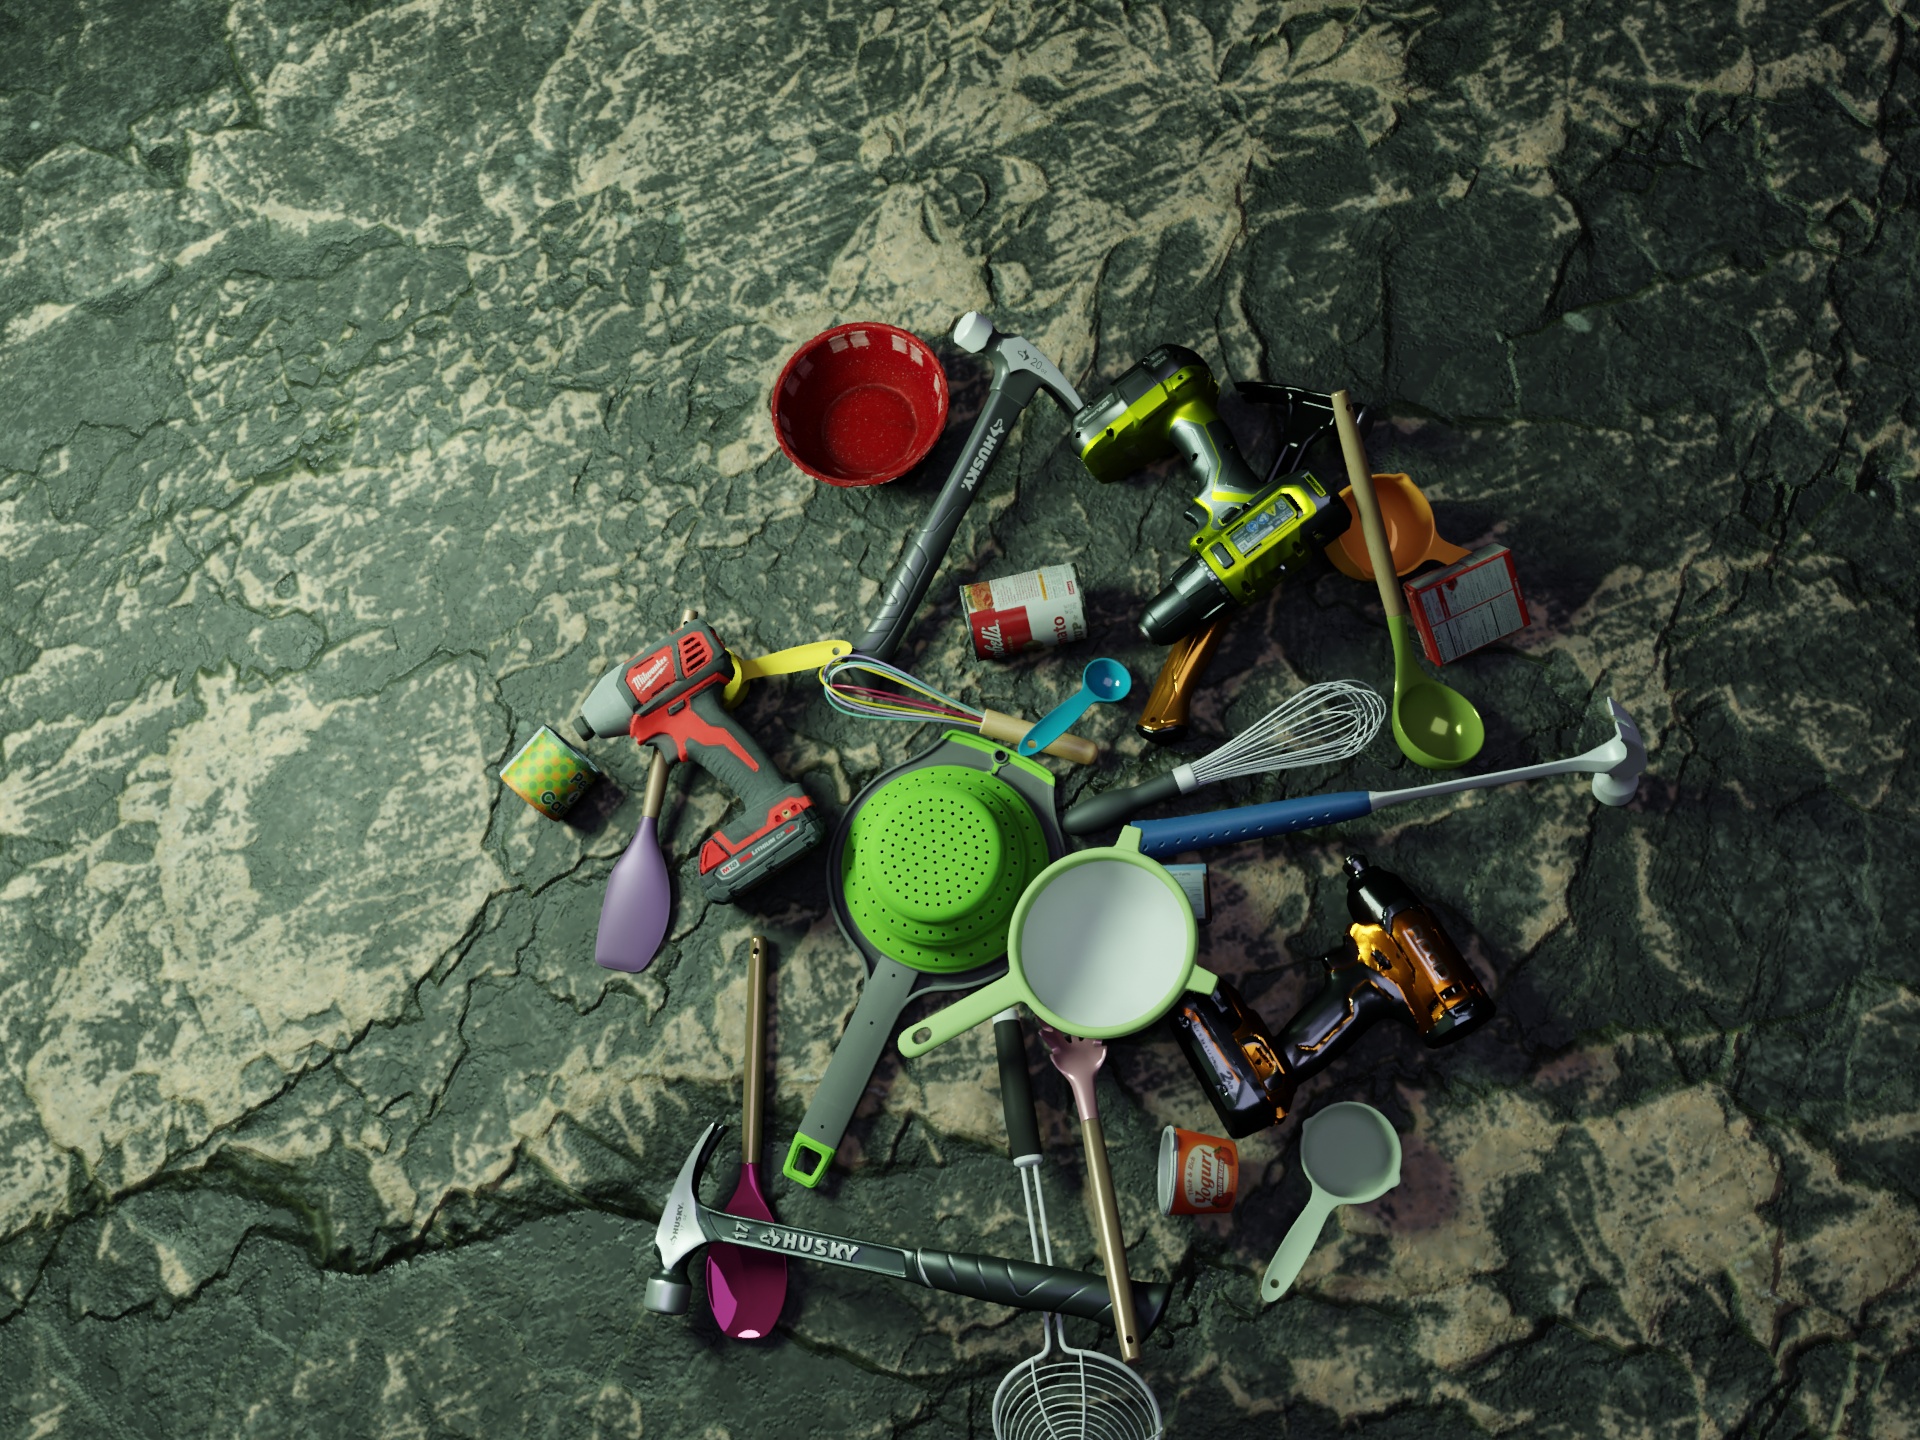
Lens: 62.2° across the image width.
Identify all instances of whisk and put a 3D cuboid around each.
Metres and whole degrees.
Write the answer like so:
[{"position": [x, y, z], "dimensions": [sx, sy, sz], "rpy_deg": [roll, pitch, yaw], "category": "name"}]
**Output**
[{"position": [-0.003, -0.003, 1.345], "dimensions": [0.245, 0.047, 0.051], "rpy_deg": [17, 95, -2], "category": "whisk"}, {"position": [0.217, 0.036, 1.324], "dimensions": [0.284, 0.070, 0.070], "rpy_deg": [-22, 74, 5], "category": "whisk"}]

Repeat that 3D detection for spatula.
[{"position": [-0.261, 0.059, 1.373], "dimensions": [0.060, 0.018, 0.316], "rpy_deg": [9, 84, 8], "category": "spatula"}]

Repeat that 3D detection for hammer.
[{"position": [-0.009, -0.175, 1.391], "dimensions": [0.146, 0.035, 0.335], "rpy_deg": [28, 88, -25], "category": "hammer"}, {"position": [-0.043, 0.408, 1.212], "dimensions": [0.409, 0.036, 0.149], "rpy_deg": [4, 73, 18], "category": "hammer"}, {"position": [0.229, -0.135, 1.365], "dimensions": [0.127, 0.034, 0.337], "rpy_deg": [22, 83, 34], "category": "hammer"}, {"position": [0.339, 0.060, 1.276], "dimensions": [0.405, 0.144, 0.035], "rpy_deg": [-11, 62, 10], "category": "hammer"}]

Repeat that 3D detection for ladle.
[{"position": [0.352, -0.110, 1.277], "dimensions": [0.078, 0.062, 0.320], "rpy_deg": [-25, 105, -26], "category": "ladle"}]

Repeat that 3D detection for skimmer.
[{"position": [0.069, 0.412, 1.250], "dimensions": [0.127, 0.090, 0.364], "rpy_deg": [-14, 64, 11], "category": "skimmer"}]

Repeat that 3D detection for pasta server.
[{"position": [0.102, 0.325, 1.204], "dimensions": [0.060, 0.040, 0.317], "rpy_deg": [-9, 47, 1], "category": "pasta server"}]

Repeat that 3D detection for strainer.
[{"position": [0.072, 0.206, 1.260], "dimensions": [0.256, 0.069, 0.152], "rpy_deg": [-29, 62, 7], "category": "strainer"}]

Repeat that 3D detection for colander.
[{"position": [-0.050, 0.188, 1.289], "dimensions": [0.204, 0.094, 0.397], "rpy_deg": [23, 79, 12], "category": "colander"}]

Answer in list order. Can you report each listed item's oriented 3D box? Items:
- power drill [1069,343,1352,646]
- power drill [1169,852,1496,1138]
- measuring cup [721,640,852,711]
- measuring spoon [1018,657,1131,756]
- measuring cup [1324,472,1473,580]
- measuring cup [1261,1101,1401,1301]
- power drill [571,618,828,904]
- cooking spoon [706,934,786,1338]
[{"position": [0.191, -0.188, 1.342], "dimensions": [0.190, 0.080, 0.229], "rpy_deg": [-37, 61, 10], "category": "power drill"}, {"position": [0.281, 0.212, 1.253], "dimensions": [0.226, 0.084, 0.164], "rpy_deg": [-26, 64, -5], "category": "power drill"}, {"position": [-0.165, -0.044, 1.387], "dimensions": [0.156, 0.029, 0.062], "rpy_deg": [-12, 75, 12], "category": "measuring cup"}, {"position": [0.093, -0.006, 1.347], "dimensions": [0.128, 0.021, 0.042], "rpy_deg": [-39, 76, -24], "category": "measuring spoon"}, {"position": [0.389, -0.146, 1.359], "dimensions": [0.173, 0.052, 0.095], "rpy_deg": [22, 84, -11], "category": "measuring cup"}, {"position": [0.278, 0.374, 1.234], "dimensions": [0.083, 0.038, 0.167], "rpy_deg": [31, 82, 13], "category": "measuring cup"}, {"position": [-0.218, 0.039, 1.333], "dimensions": [0.143, 0.078, 0.220], "rpy_deg": [-32, 85, -6], "category": "power drill"}, {"position": [-0.170, 0.336, 1.302], "dimensions": [0.069, 0.017, 0.319], "rpy_deg": [-4, 75, 13], "category": "cooking spoon"}]
